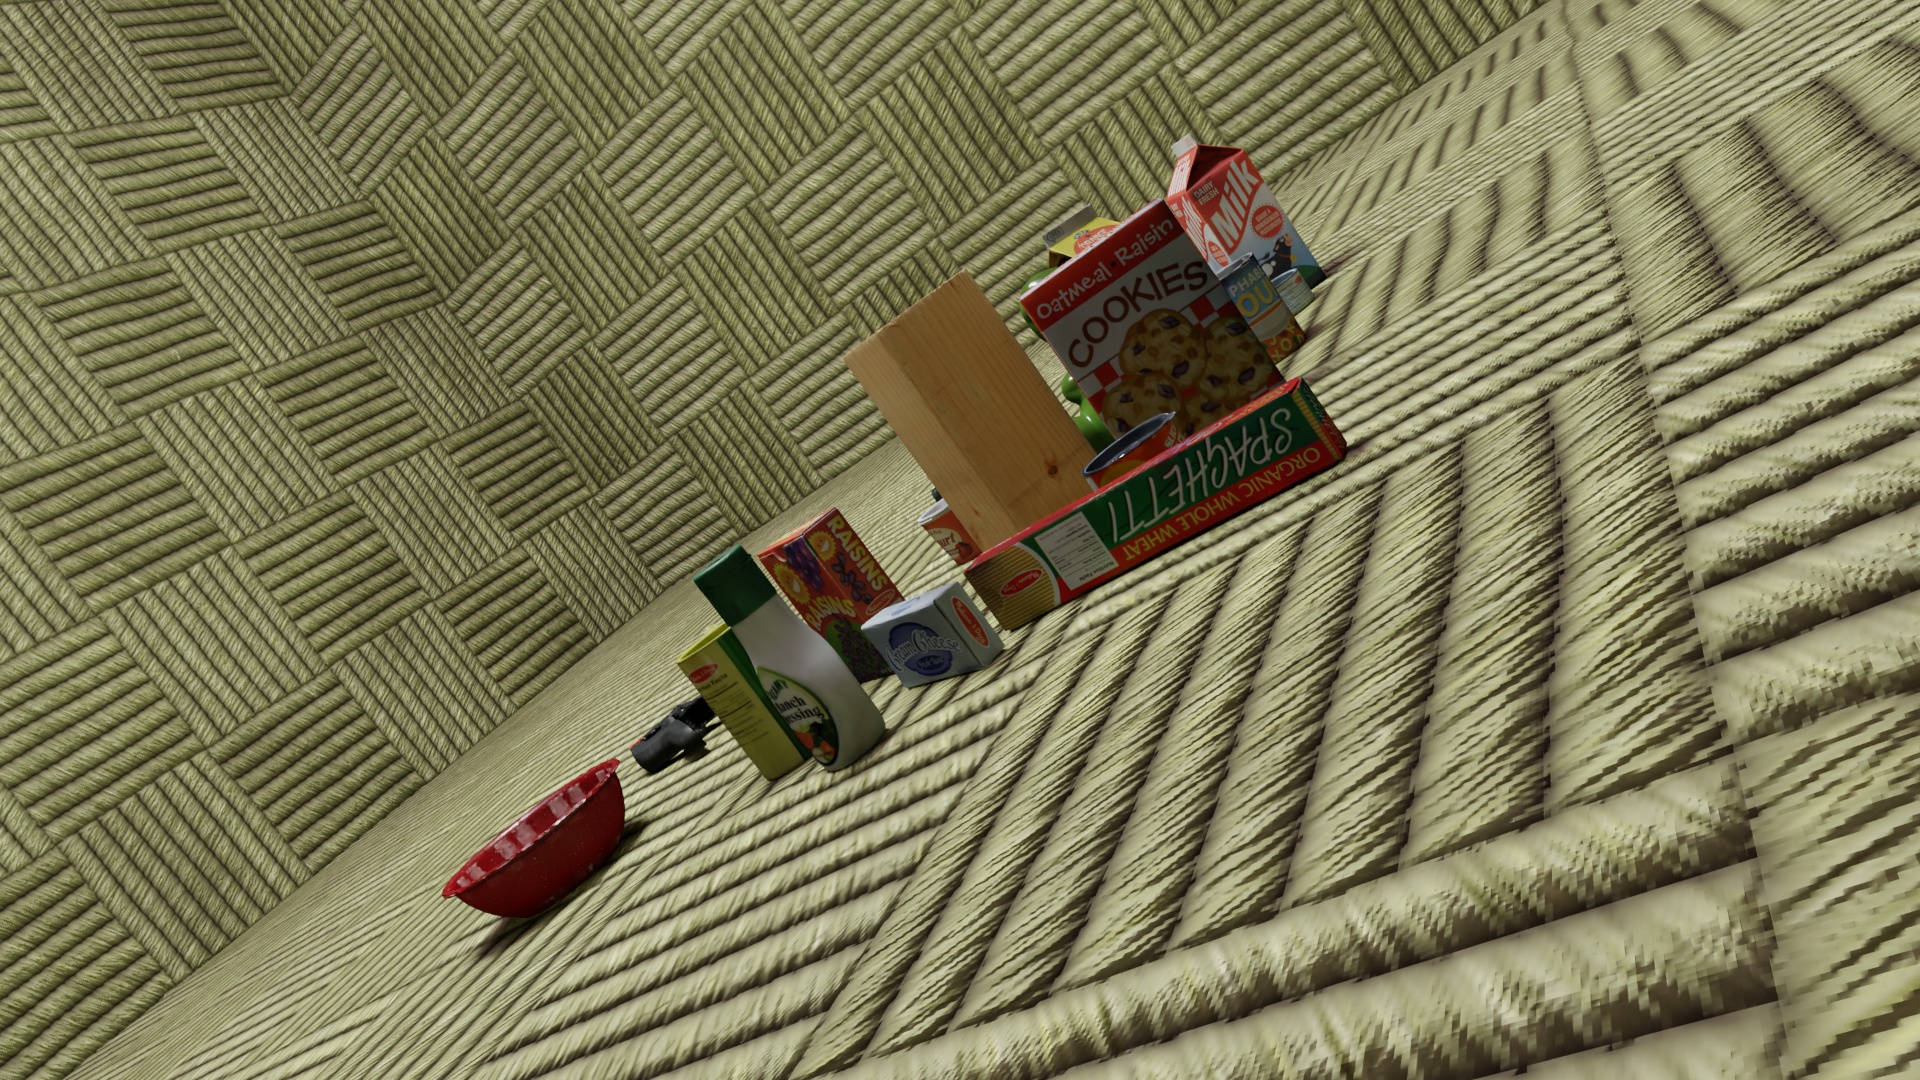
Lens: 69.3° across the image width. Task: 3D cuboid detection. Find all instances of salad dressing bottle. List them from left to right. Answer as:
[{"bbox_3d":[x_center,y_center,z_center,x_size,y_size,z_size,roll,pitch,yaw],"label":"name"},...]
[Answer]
[{"bbox_3d":[-0.106,0.071,0.852,0.044,0.147,0.064,-41,10,-36],"label":"salad dressing bottle"}]

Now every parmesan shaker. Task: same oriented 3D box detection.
[{"bbox_3d":[-0.139,0.105,0.953,0.071,0.103,0.071,-35,8,6],"label":"parmesan shaker"}]

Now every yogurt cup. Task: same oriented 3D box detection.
[{"bbox_3d":[0.004,-0.015,1.227,0.072,0.054,0.072,-35,8,6],"label":"yogurt cup"}]

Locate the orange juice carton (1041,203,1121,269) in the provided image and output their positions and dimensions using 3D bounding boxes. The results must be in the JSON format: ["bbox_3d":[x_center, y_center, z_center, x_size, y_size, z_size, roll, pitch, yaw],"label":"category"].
[{"bbox_3d":[0.152,-0.219,1.292,0.072,0.192,0.073,-40,9,-27],"label":"orange juice carton"}]

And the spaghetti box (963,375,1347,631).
[{"bbox_3d":[0.109,-0.017,0.822,0.249,0.050,0.029,-30,10,34],"label":"spaghetti box"}]

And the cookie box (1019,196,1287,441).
[{"bbox_3d":[0.138,-0.141,0.994,0.123,0.167,0.040,-35,8,9],"label":"cookie box"}]

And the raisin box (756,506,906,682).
[{"bbox_3d":[-0.085,0.043,1.018,0.040,0.123,0.086,-40,9,-30],"label":"raisin box"}]

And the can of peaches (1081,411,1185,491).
[{"bbox_3d":[0.121,-0.039,0.870,0.071,0.058,0.071,-35,8,6],"label":"can of peaches"}]

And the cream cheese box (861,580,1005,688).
[{"bbox_3d":[-0.019,0.062,0.885,0.024,0.053,0.103,-41,9,-32],"label":"cream cheese box"}]

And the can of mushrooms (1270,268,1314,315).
[{"bbox_3d":[0.293,-0.222,1.299,0.071,0.033,0.071,-35,8,6],"label":"can of mushrooms"}]

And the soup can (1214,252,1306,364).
[{"bbox_3d":[0.235,-0.183,1.138,0.071,0.083,0.071,-35,8,6],"label":"soup can"}]

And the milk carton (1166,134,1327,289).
[{"bbox_3d":[0.268,-0.312,1.361,0.073,0.190,0.072,-36,8,-2],"label":"milk carton"}]
